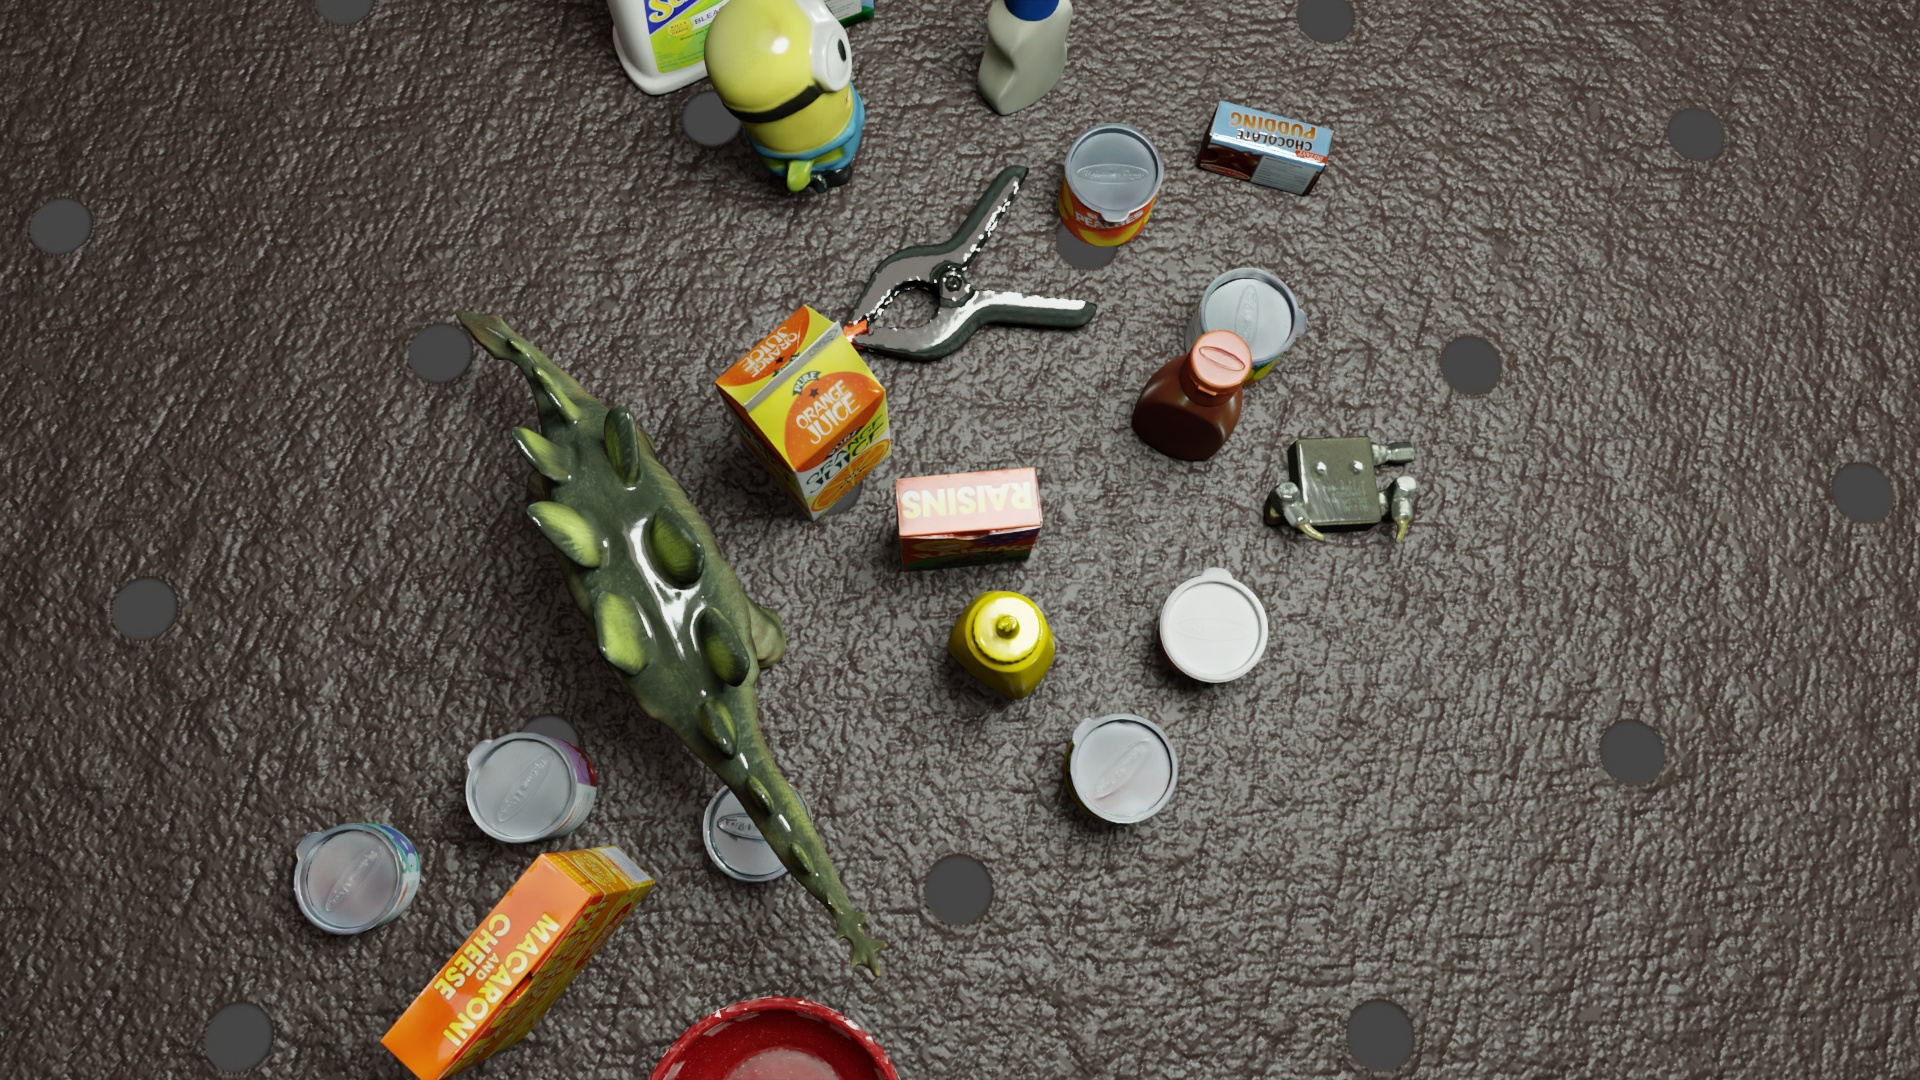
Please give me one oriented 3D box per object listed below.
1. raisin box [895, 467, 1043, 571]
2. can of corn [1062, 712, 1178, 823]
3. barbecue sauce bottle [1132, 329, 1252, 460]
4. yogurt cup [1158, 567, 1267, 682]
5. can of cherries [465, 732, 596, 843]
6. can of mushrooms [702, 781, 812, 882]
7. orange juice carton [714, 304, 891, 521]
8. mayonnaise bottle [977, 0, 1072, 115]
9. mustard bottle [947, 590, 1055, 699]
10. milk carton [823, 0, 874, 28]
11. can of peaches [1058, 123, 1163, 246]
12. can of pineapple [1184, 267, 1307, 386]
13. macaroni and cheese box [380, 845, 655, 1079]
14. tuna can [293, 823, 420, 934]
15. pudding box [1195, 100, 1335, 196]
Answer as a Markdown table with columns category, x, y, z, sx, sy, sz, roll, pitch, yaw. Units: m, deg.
| category | x | y | z | sx | sy | sz | roll | pitch | yaw |
| --- | --- | --- | --- | --- | --- | --- | --- | --- | --- |
| raisin box | 0.003 | -0.011 | 0.869 | 0.086 | 0.123 | 0.040 | -4 | 79 | -2 |
| can of corn | 0.097 | 0.142 | 0.873 | 0.071 | 0.058 | 0.071 | 0 | 79 | -1 |
| barbecue sauce bottle | 0.149 | -0.091 | 0.876 | 0.065 | 0.148 | 0.044 | 24 | 80 | 3 |
| yogurt cup | 0.158 | 0.059 | 0.894 | 0.072 | 0.054 | 0.072 | 0 | 79 | -1 |
| can of cherries | -0.266 | 0.151 | 0.861 | 0.071 | 0.058 | 0.071 | 0 | 79 | -1 |
| can of mushrooms | -0.126 | 0.177 | 0.872 | 0.071 | 0.033 | 0.071 | 0 | 79 | -2 |
| orange juice carton | -0.094 | -0.078 | 0.844 | 0.072 | 0.192 | 0.073 | -42 | 83 | -8 |
| mayonnaise bottle | 0.045 | -0.342 | 0.925 | 0.065 | 0.148 | 0.041 | -36 | 82 | -8 |
| mustard bottle | 0.027 | 0.060 | 0.836 | 0.065 | 0.160 | 0.049 | 35 | 80 | 5 |
| milk carton | -0.106 | -0.413 | 0.913 | 0.073 | 0.190 | 0.072 | -23 | 81 | -6 |
| can of peaches | 0.101 | -0.240 | 0.951 | 0.071 | 0.058 | 0.071 | 0 | 79 | -1 |
| can of pineapple | 0.190 | -0.141 | 0.934 | 0.071 | 0.057 | 0.071 | 0 | 79 | -1 |
| macaroni and cheese box | -0.242 | 0.235 | 0.790 | 0.040 | 0.166 | 0.124 | 39 | 80 | 6 |
| tuna can | -0.374 | 0.207 | 0.860 | 0.071 | 0.032 | 0.071 | 0 | 79 | -2 |
| pudding box | 0.211 | -0.272 | 0.965 | 0.084 | 0.049 | 0.030 | 15 | 79 | 1 |
